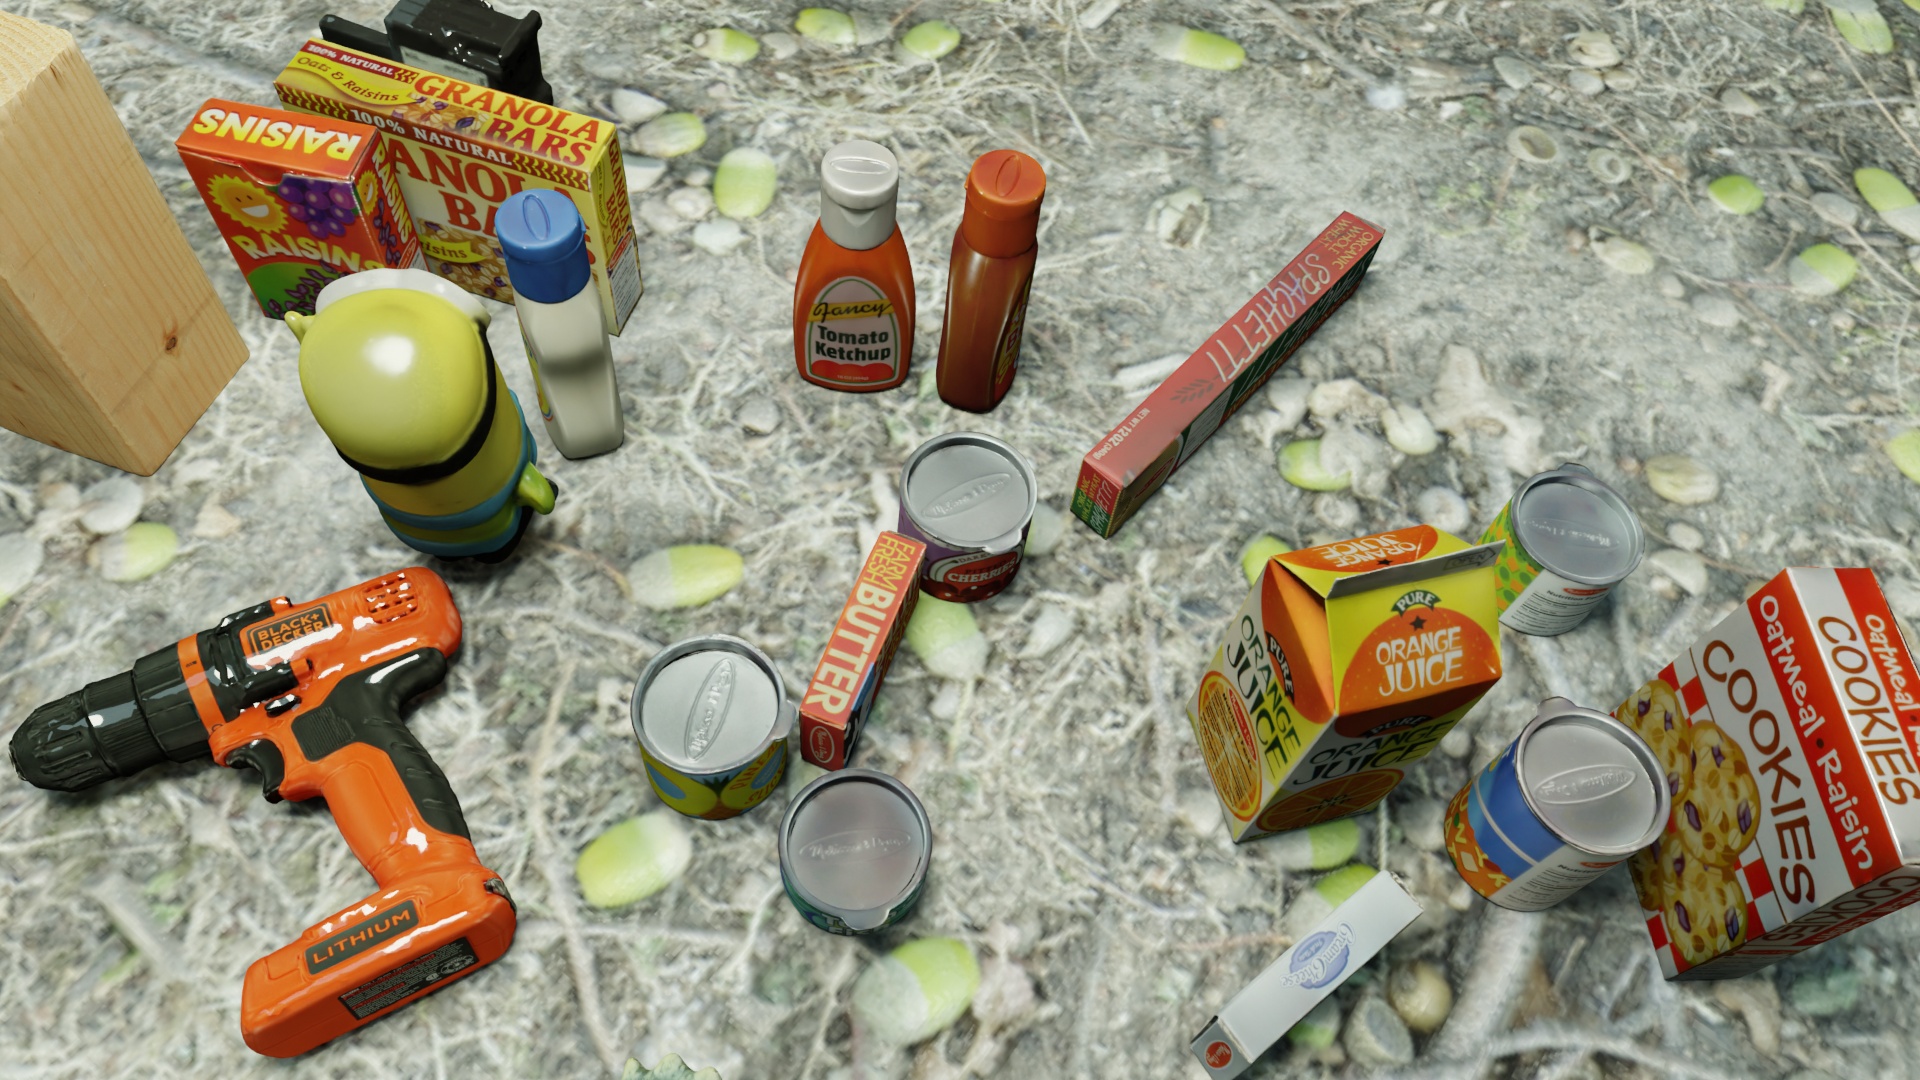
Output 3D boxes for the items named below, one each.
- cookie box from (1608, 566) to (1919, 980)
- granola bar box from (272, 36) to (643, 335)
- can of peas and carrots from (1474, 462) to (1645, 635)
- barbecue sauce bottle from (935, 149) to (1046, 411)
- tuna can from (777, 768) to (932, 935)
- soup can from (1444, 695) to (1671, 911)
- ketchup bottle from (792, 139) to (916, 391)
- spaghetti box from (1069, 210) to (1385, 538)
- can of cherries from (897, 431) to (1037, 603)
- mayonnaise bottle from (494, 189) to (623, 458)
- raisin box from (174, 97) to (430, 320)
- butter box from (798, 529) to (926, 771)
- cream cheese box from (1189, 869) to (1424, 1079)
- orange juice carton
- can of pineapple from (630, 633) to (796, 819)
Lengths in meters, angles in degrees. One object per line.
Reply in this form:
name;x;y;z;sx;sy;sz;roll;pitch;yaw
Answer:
cookie box;0.339;0.104;0.587;0.040;0.166;0.123;1;59;-6
granola bar box;-0.254;-0.181;0.724;0.166;0.123;0.039;17;59;4
can of peas and carrots;0.301;0.005;0.706;0.071;0.058;0.071;3;59;-4
barbecue sauce bottle;0.015;-0.132;0.708;0.044;0.147;0.065;16;59;4
tuna can;-0.046;0.138;0.604;0.071;0.032;0.071;3;58;-4
soup can;0.261;0.119;0.618;0.071;0.083;0.071;3;59;-4
ketchup bottle;-0.053;-0.136;0.703;0.065;0.148;0.044;3;59;-4
spaghetti box;0.149;-0.096;0.757;0.029;0.050;0.251;39;62;17
can of cherries;0.002;-0.009;0.684;0.071;0.058;0.072;3;59;-4
mayonnaise bottle;-0.192;-0.104;0.669;0.041;0.147;0.065;-16;62;-15
raisin box;-0.326;-0.158;0.703;0.086;0.122;0.040;11;59;1
butter box;-0.045;0.051;0.645;0.024;0.053;0.104;19;59;6
cream cheese box;0.144;0.184;0.584;0.104;0.053;0.024;-32;67;-22
orange juice carton;0.159;0.056;0.582;0.072;0.191;0.073;-10;61;-12
can of pineapple;-0.108;0.084;0.615;0.071;0.057;0.071;3;59;-4
